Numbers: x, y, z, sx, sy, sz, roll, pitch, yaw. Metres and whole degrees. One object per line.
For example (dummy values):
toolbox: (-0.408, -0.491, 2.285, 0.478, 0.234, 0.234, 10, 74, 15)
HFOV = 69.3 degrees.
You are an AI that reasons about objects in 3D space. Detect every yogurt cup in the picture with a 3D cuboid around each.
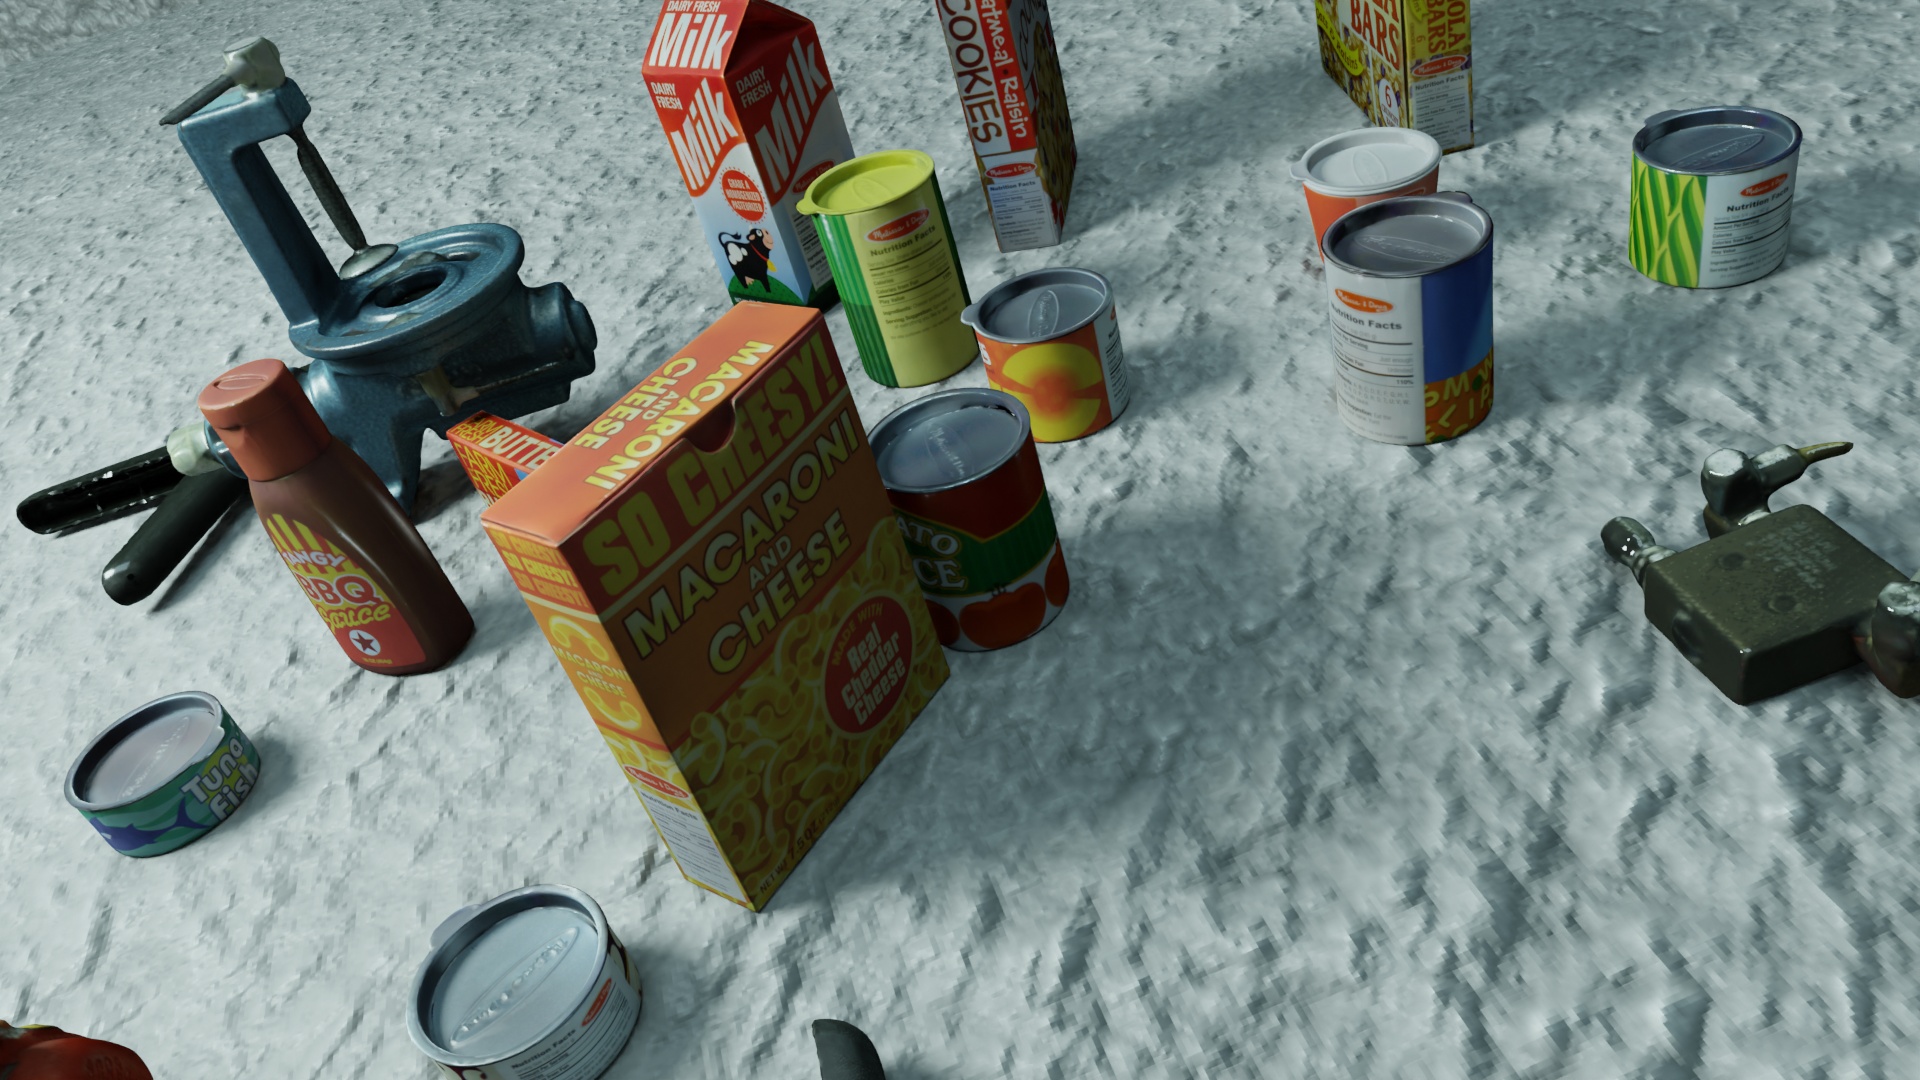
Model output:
yogurt cup: (0.207, -0.169, 0.697, 0.072, 0.053, 0.073, -11, 37, 8)

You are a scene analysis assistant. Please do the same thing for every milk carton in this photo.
milk carton: (-0.113, -0.227, 0.783, 0.072, 0.189, 0.074, 18, 49, 38)

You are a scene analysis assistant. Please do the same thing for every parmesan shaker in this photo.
parmesan shaker: (-0.035, -0.137, 0.711, 0.071, 0.102, 0.072, -11, 37, 8)

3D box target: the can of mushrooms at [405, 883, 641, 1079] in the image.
can of mushrooms: (-0.141, 0.146, 0.448, 0.071, 0.033, 0.071, -11, 37, 8)

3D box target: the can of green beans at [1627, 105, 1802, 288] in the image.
can of green beans: (0.337, -0.154, 0.625, 0.071, 0.057, 0.071, -11, 37, 8)

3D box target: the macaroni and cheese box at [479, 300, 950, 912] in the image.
macaroni and cheese box: (-0.070, 0.023, 0.468, 0.040, 0.165, 0.124, 12, 46, 34)

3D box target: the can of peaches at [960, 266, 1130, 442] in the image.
can of peaches: (0.041, -0.087, 0.654, 0.071, 0.057, 0.071, -11, 37, 8)

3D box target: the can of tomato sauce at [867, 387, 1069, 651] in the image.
can of tomato sauce: (0.002, -0.007, 0.546, 0.071, 0.082, 0.071, -11, 37, 8)

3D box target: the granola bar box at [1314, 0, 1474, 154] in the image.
granola bar box: (0.246, -0.310, 0.804, 0.039, 0.123, 0.166, -14, 37, 4)

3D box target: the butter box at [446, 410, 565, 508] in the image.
butter box: (-0.207, -0.027, 0.679, 0.103, 0.053, 0.024, 21, 51, 39)

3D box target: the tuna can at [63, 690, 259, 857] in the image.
tuna can: (-0.333, 0.098, 0.585, 0.071, 0.032, 0.071, -11, 37, 8)

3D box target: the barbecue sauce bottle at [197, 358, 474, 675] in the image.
barbecue sauce bottle: (-0.270, -0.008, 0.600, 0.065, 0.147, 0.044, 1, 41, 23)

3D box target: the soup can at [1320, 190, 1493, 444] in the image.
soup can: (0.190, -0.093, 0.583, 0.071, 0.083, 0.072, -11, 37, 8)

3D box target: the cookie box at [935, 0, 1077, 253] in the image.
cookie box: (0.029, -0.272, 0.804, 0.040, 0.166, 0.123, -5, 38, 16)
